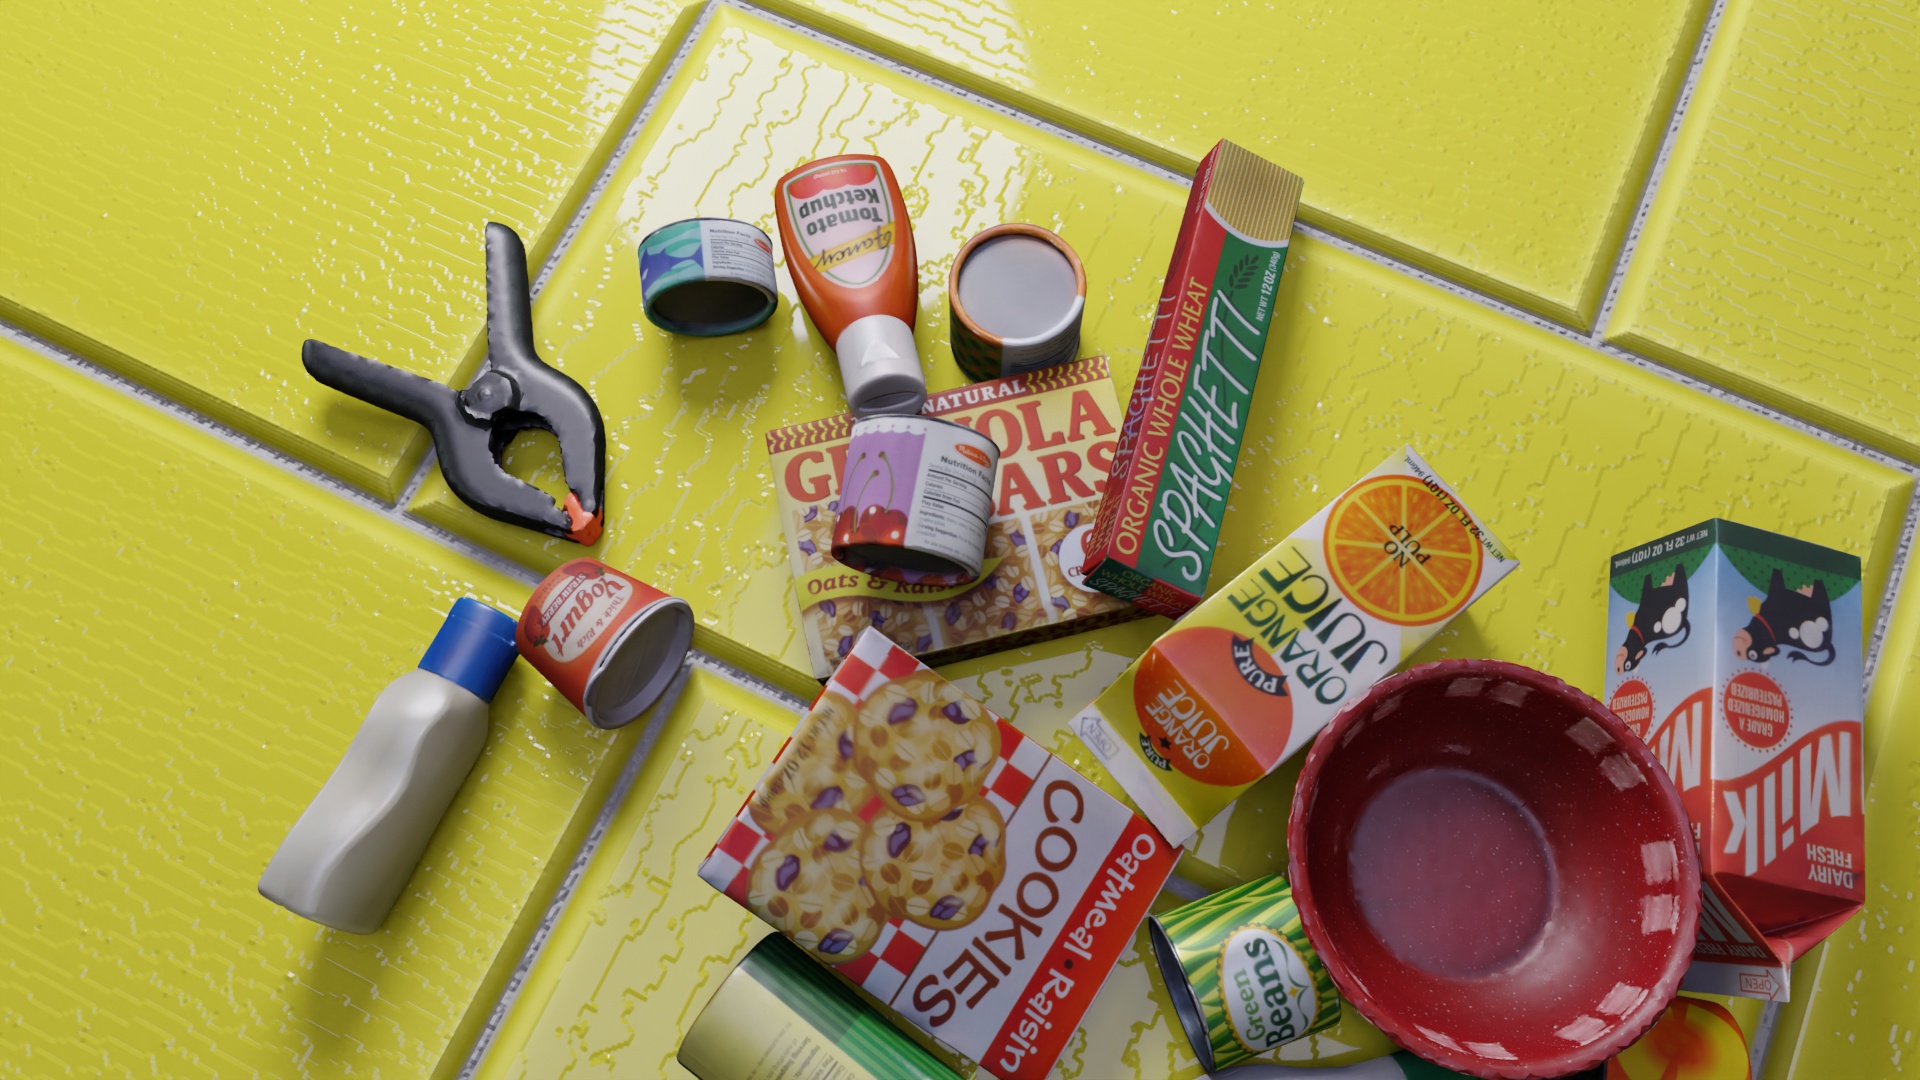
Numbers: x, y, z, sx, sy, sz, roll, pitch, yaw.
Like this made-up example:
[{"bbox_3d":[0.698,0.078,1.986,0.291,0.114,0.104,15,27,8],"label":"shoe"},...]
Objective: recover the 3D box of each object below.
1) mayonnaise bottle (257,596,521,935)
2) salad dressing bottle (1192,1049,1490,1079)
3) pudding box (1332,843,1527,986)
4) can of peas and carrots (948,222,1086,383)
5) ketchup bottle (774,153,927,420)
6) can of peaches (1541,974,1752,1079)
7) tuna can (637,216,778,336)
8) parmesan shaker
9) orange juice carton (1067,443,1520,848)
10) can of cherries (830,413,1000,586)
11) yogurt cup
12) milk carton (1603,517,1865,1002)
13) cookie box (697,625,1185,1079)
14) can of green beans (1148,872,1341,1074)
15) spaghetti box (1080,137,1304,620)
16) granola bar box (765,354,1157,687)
[{"bbox_3d":[-0.245,0.097,0.615,0.041,0.064,0.148,20,70,15],"label":"mayonnaise bottle"},{"bbox_3d":[0.149,0.240,0.571,0.148,0.044,0.064,-16,82,-4],"label":"salad dressing bottle"},{"bbox_3d":[0.199,0.163,0.602,0.084,0.030,0.050,7,72,3],"label":"pudding box"},{"bbox_3d":[0.025,-0.114,0.676,0.071,0.058,0.071,0,73,1],"label":"can of peas and carrots"},{"bbox_3d":[-0.048,-0.121,0.667,0.065,0.043,0.149,-14,56,-3],"label":"ketchup bottle"},{"bbox_3d":[0.277,0.214,0.566,0.058,0.071,0.071,10,73,4],"label":"can of peaches"},{"bbox_3d":[-0.125,-0.127,0.681,0.071,0.071,0.033,-8,74,-1],"label":"tuna can"},{"bbox_3d":[-0.054,0.216,0.570,0.103,0.071,0.071,35,77,12],"label":"parmesan shaker"},{"bbox_3d":[0.143,0.049,0.612,0.193,0.072,0.072,-36,75,-12],"label":"orange juice carton"},{"bbox_3d":[-0.021,-0.016,0.603,0.071,0.071,0.058,8,75,3],"label":"can of cherries"},{"bbox_3d":[-0.162,0.044,0.629,0.054,0.072,0.072,30,76,18],"label":"yogurt cup"},{"bbox_3d":[0.327,0.095,0.592,0.073,0.072,0.191,14,73,-9],"label":"milk carton"},{"bbox_3d":[-0.007,0.135,0.589,0.167,0.040,0.123,35,77,-4],"label":"cookie box"},{"bbox_3d":[0.118,0.179,0.579,0.058,0.071,0.071,-19,74,-5],"label":"can of green beans"},{"bbox_3d":[0.113,-0.082,0.653,0.050,0.028,0.251,23,63,-10],"label":"spaghetti box"},{"bbox_3d":[0.002,-0.008,0.654,0.166,0.039,0.124,-13,74,-3],"label":"granola bar box"}]
